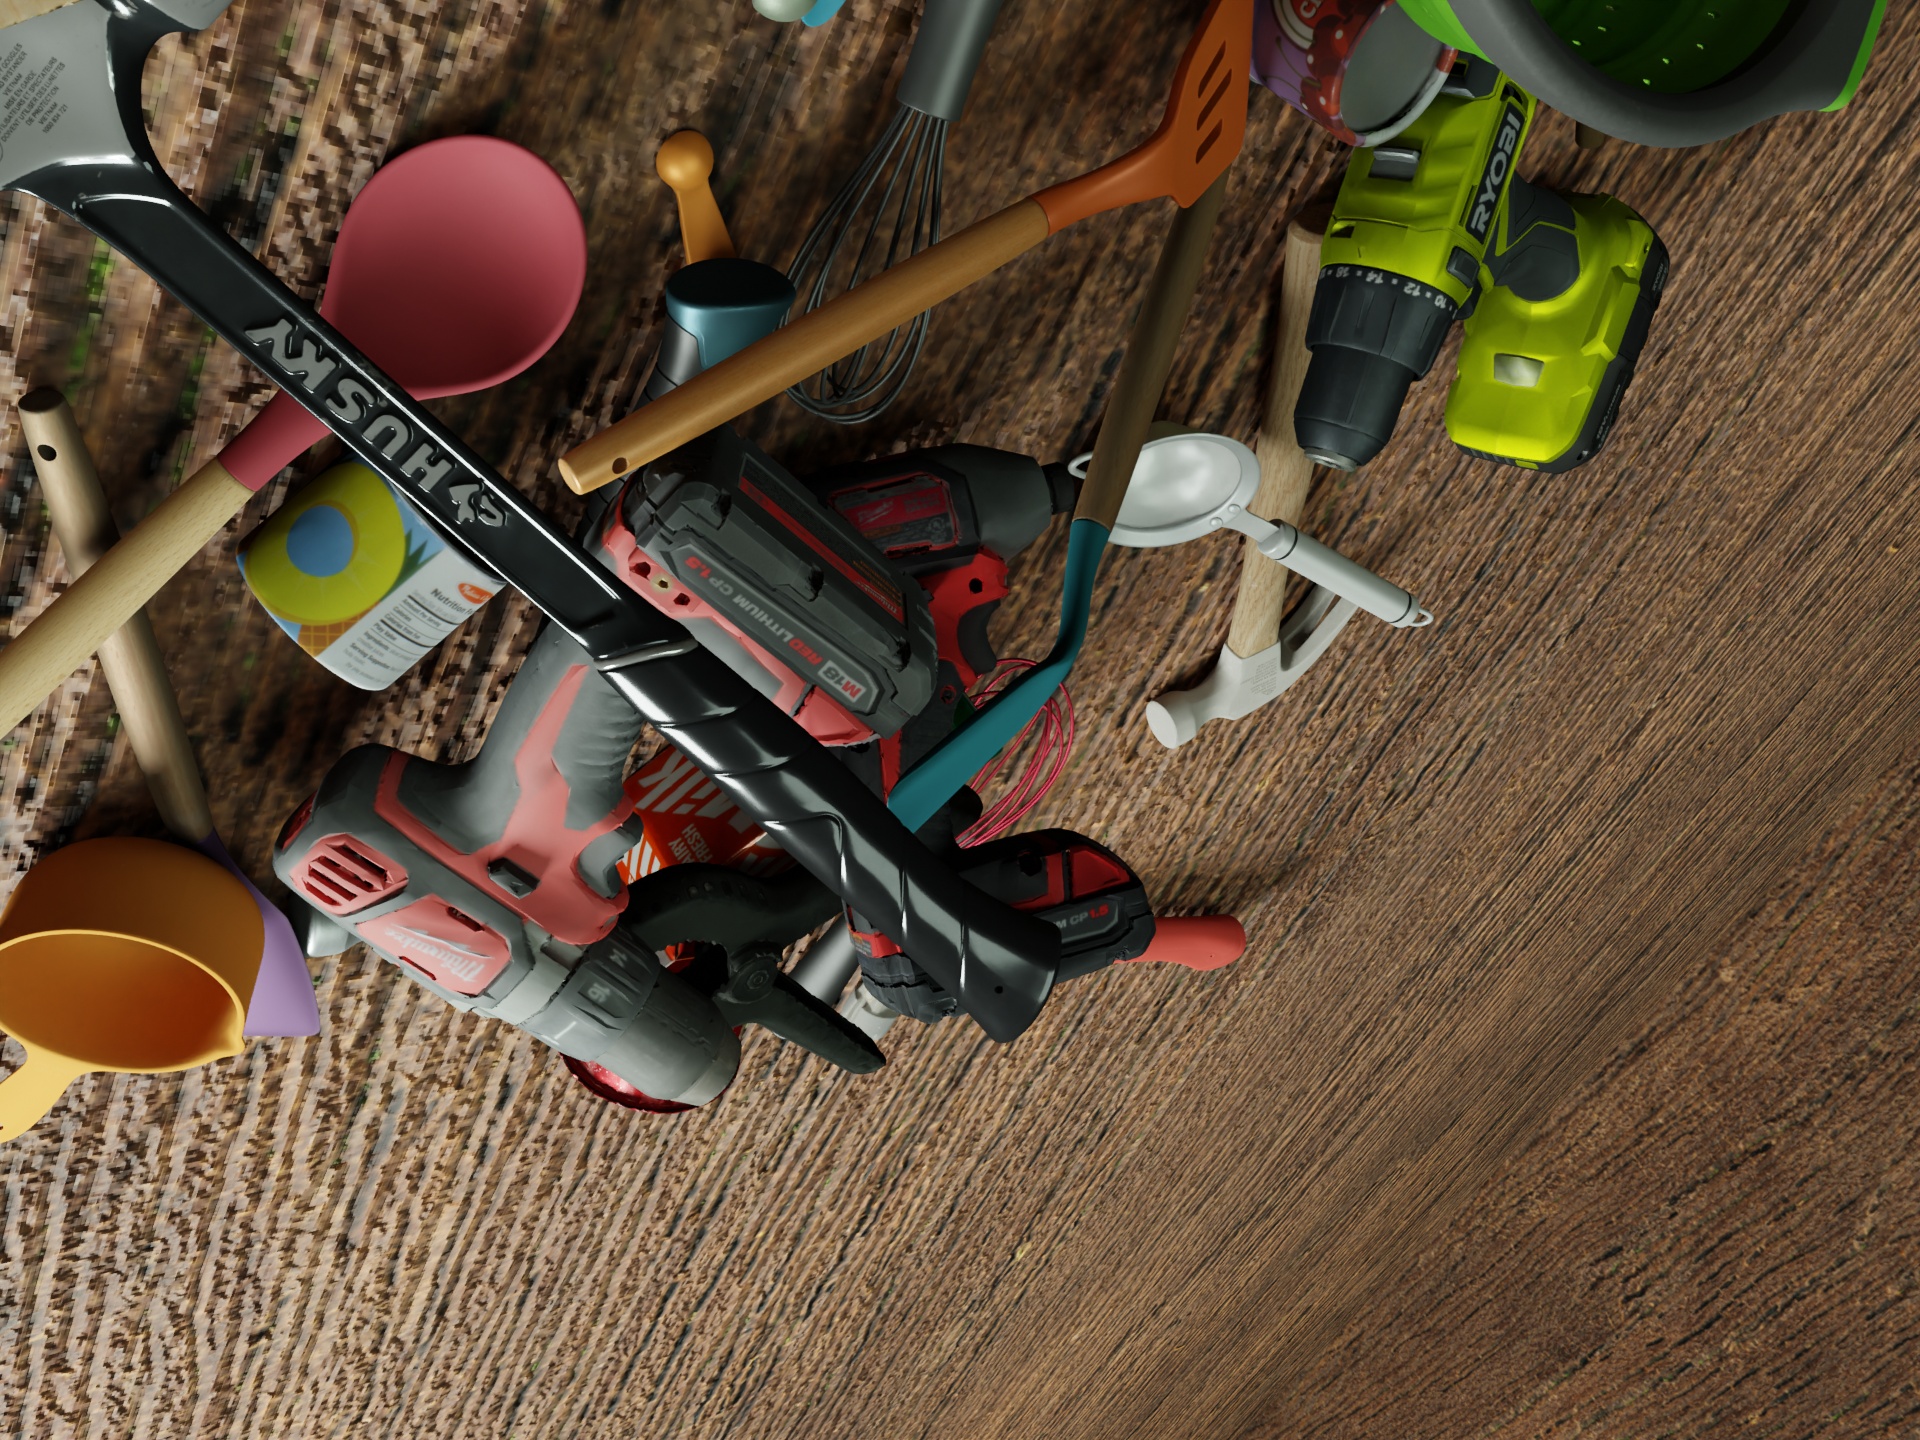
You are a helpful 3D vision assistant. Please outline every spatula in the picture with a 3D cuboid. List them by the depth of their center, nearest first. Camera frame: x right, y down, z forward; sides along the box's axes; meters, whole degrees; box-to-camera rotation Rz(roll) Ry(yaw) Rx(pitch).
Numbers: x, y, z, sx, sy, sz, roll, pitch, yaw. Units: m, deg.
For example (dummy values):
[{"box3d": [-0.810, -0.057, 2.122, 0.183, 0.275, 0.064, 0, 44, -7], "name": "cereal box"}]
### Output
[{"box3d": [0.001, -0.162, 0.537, 0.322, 0.041, 0.081, -35, 144, -22], "name": "spatula"}, {"box3d": [-0.280, 0.021, 0.562, 0.059, 0.018, 0.315, 3, 134, -6], "name": "spatula"}, {"box3d": [0.047, -0.099, 0.601, 0.082, 0.044, 0.318, 87, 22, -73], "name": "spatula"}]

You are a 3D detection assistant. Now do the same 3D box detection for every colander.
[{"box3d": [0.134, -0.310, 0.493, 0.396, 0.094, 0.204, 16, 90, -27], "name": "colander"}]

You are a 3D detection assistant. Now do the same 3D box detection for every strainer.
[{"box3d": [0.149, -0.093, 0.782, 0.258, 0.050, 0.087, 22, 140, -33], "name": "strainer"}]

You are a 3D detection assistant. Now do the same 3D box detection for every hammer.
[{"box3d": [-0.112, -0.030, 0.468, 0.149, 0.036, 0.408, -40, 114, 13], "name": "hammer"}, {"box3d": [-0.151, -0.029, 0.613, 0.128, 0.033, 0.331, 0, 133, -44], "name": "hammer"}, {"box3d": [0.168, -0.118, 0.830, 0.130, 0.031, 0.331, -26, 145, -19], "name": "hammer"}, {"box3d": [0.086, 0.141, 1.057, 0.358, 0.037, 0.149, 6, 126, -47], "name": "hammer"}]

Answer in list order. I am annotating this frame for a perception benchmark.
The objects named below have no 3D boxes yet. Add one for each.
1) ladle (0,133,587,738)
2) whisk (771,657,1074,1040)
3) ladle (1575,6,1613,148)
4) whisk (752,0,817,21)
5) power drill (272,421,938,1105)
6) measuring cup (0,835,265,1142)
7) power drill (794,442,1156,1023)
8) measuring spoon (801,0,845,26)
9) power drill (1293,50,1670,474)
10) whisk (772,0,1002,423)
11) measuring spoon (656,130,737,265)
[{"box3d": [-0.235, -0.055, 0.477, 0.315, 0.031, 0.069, -44, 103, -1], "name": "ladle"}, {"box3d": [-0.031, 0.078, 0.850, 0.073, 0.073, 0.295, 0, 135, -45], "name": "whisk"}, {"box3d": [0.269, -0.351, 0.613, 0.078, 0.062, 0.319, -39, 146, -12], "name": "ladle"}, {"box3d": [-0.080, -0.276, 0.390, 0.059, 0.058, 0.246, -6, 152, 12], "name": "whisk"}, {"box3d": [-0.106, 0.029, 0.565, 0.187, 0.080, 0.226, 40, 108, -20], "name": "power drill"}, {"box3d": [-0.326, 0.104, 0.593, 0.095, 0.052, 0.173, 31, 127, -31], "name": "measuring cup"}, {"box3d": [-0.001, -0.002, 0.647, 0.143, 0.219, 0.078, -16, -177, -14], "name": "power drill"}, {"box3d": [-0.024, -0.271, 0.476, 0.042, 0.021, 0.128, -7, 145, -40], "name": "measuring spoon"}, {"box3d": [0.234, -0.189, 0.723, 0.228, 0.080, 0.190, 10, 100, -51], "name": "power drill"}, {"box3d": [-0.013, -0.209, 0.535, 0.055, 0.055, 0.238, -5, 129, -41], "name": "whisk"}, {"box3d": [-0.083, -0.153, 0.558, 0.021, 0.011, 0.116, -30, 146, -14], "name": "measuring spoon"}]
